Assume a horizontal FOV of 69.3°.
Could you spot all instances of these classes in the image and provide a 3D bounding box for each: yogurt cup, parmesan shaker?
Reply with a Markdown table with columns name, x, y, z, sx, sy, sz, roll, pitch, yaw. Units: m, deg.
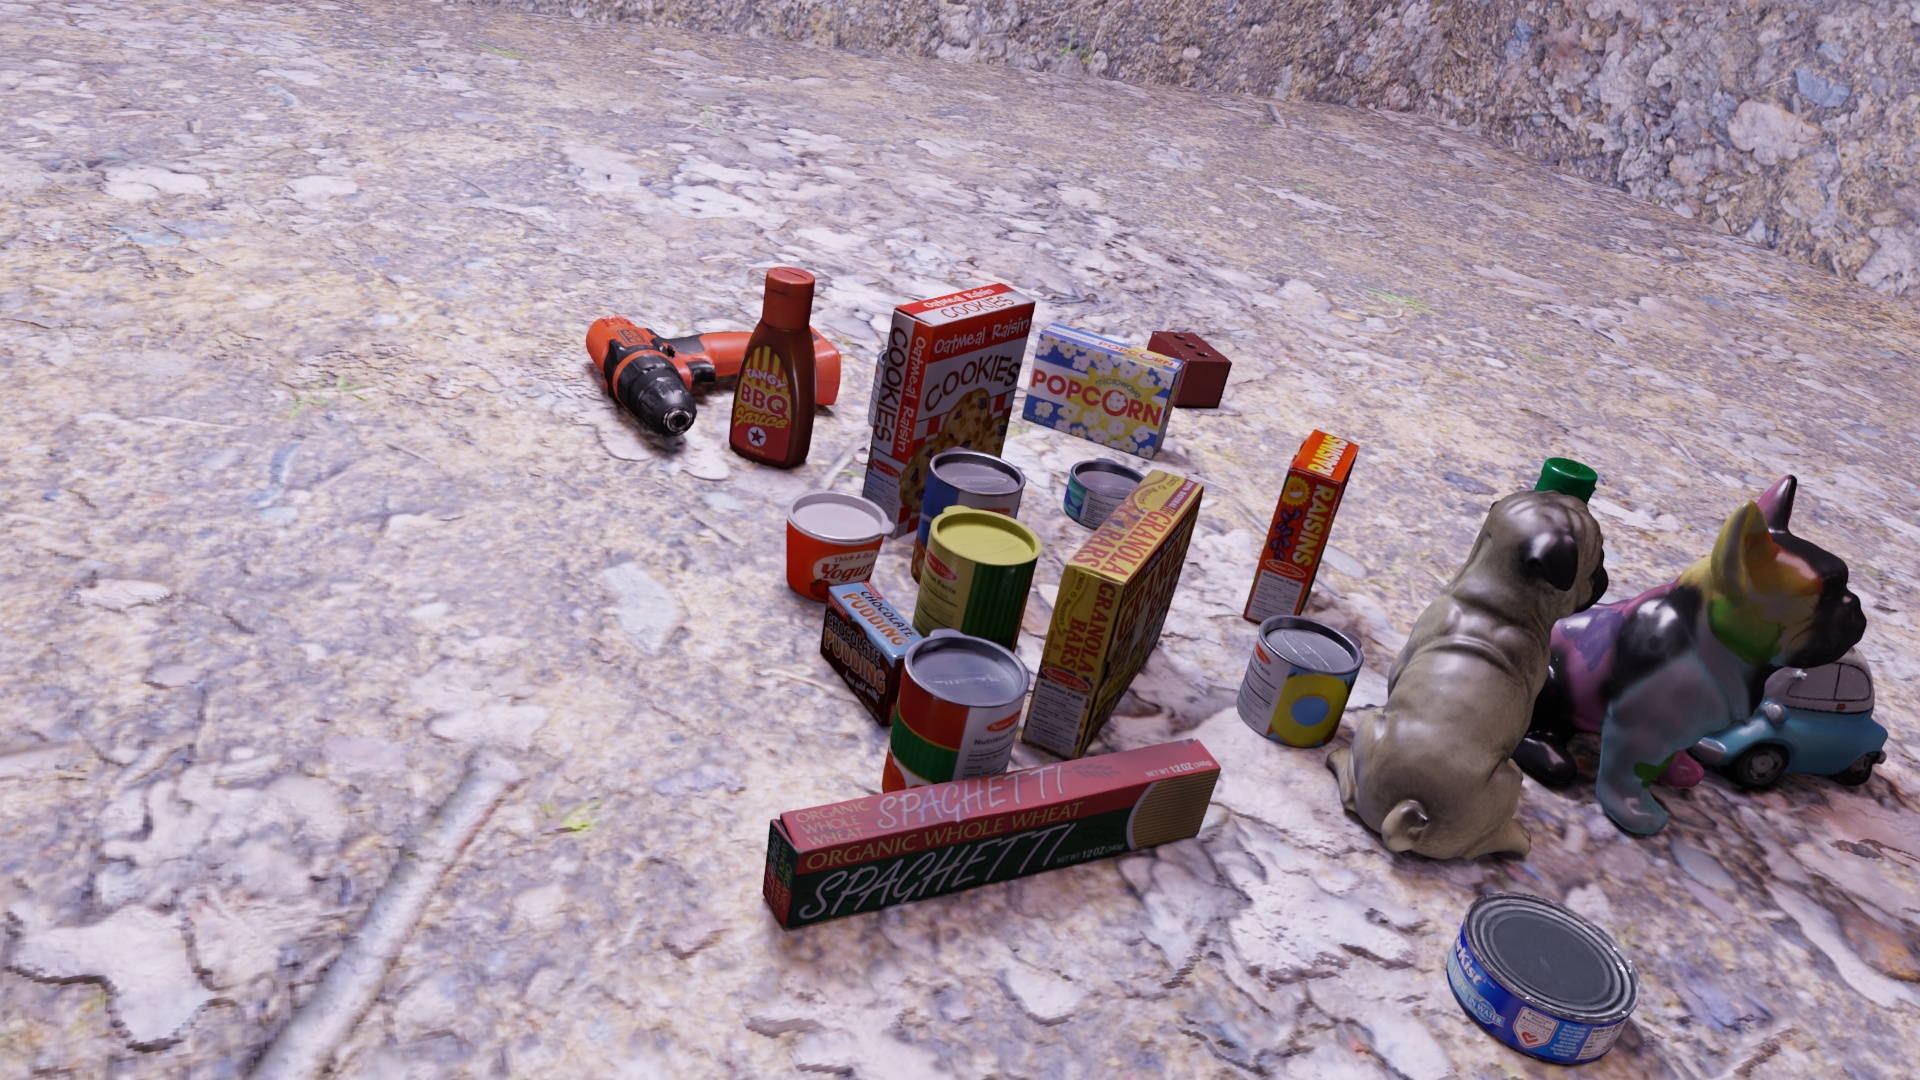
| name | x | y | z | sx | sy | sz | roll | pitch | yaw |
| --- | --- | --- | --- | --- | --- | --- | --- | --- | --- |
| yogurt cup | -0.085 | 0.005 | 0.918 | 0.072 | 0.053 | 0.073 | 9 | 27 | -5 |
| parmesan shaker | 0.005 | 0.040 | 0.835 | 0.071 | 0.102 | 0.071 | 9 | 27 | -5 |

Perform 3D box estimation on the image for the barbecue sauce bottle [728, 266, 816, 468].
| name | x | y | z | sx | sy | sz | roll | pitch | yaw |
| --- | --- | --- | --- | --- | --- | --- | --- | --- | --- |
| barbecue sauce bottle | -0.137 | -0.132 | 1.053 | 0.065 | 0.147 | 0.044 | 22 | 29 | 18 |

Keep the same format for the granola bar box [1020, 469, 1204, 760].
| name | x | y | z | sx | sy | sz | roll | pitch | yaw |
| --- | --- | --- | --- | --- | --- | --- | --- | --- | --- |
| granola bar box | 0.096 | 0.041 | 0.847 | 0.039 | 0.123 | 0.166 | 21 | 29 | 17 |

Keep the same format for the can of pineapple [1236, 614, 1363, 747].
| name | x | y | z | sx | sy | sz | roll | pitch | yaw |
| --- | --- | --- | --- | --- | --- | --- | --- | --- | --- |
| can of pineapple | 0.215 | 0.089 | 0.876 | 0.071 | 0.057 | 0.071 | 9 | 27 | -5 |

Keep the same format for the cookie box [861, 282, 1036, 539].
| name | x | y | z | sx | sy | sz | roll | pitch | yaw |
| --- | --- | --- | --- | --- | --- | --- | --- | --- | --- |
| cookie box | -0.011 | -0.097 | 1.018 | 0.040 | 0.166 | 0.123 | 28 | 31 | 28 |

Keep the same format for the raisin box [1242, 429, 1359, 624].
| name | x | y | z | sx | sy | sz | roll | pitch | yaw |
| --- | --- | --- | --- | --- | --- | --- | --- | --- | --- |
| raisin box | 0.245 | -0.007 | 0.998 | 0.040 | 0.122 | 0.086 | 21 | 29 | 17 |

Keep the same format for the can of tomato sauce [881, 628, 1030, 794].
| name | x | y | z | sx | sy | sz | roll | pitch | yaw |
| --- | --- | --- | --- | --- | --- | --- | --- | --- | --- |
| can of tomato sauce | -0.005 | 0.101 | 0.739 | 0.071 | 0.082 | 0.071 | 9 | 27 | -5 |

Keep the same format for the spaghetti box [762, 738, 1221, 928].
| name | x | y | z | sx | sy | sz | roll | pitch | yaw |
| --- | --- | --- | --- | --- | --- | --- | --- | --- | --- |
| spaghetti box | 0.022 | 0.145 | 0.703 | 0.251 | 0.050 | 0.029 | -5 | 32 | -29 |

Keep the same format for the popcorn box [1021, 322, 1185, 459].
| name | x | y | z | sx | sy | sz | roll | pitch | yaw |
| --- | --- | --- | --- | --- | --- | --- | --- | --- | --- |
| popcorn box | 0.124 | -0.133 | 1.227 | 0.127 | 0.084 | 0.038 | 19 | 28 | 13 |

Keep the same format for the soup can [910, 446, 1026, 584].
| name | x | y | z | sx | sy | sz | roll | pitch | yaw |
| --- | --- | --- | --- | --- | --- | --- | --- | --- | --- |
| soup can | 0.003 | -0.012 | 0.954 | 0.071 | 0.083 | 0.072 | 9 | 27 | -5 |

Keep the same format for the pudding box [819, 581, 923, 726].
| name | x | y | z | sx | sy | sz | roll | pitch | yaw |
| --- | --- | --- | --- | --- | --- | --- | --- | --- | --- |
| pudding box | -0.050 | 0.066 | 0.823 | 0.030 | 0.049 | 0.084 | -7 | 33 | -33 |

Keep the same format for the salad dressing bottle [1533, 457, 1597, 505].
| name | x | y | z | sx | sy | sz | roll | pitch | yaw |
| --- | --- | --- | --- | --- | --- | --- | --- | --- | --- |
| salad dressing bottle | 0.414 | 0.013 | 1.002 | 0.044 | 0.147 | 0.064 | 29 | 32 | 30 |

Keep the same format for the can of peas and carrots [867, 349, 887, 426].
| name | x | y | z | sx | sy | sz | roll | pitch | yaw |
| --- | --- | --- | --- | --- | --- | --- | --- | --- | --- |
| can of peas and carrots | -0.040 | -0.123 | 1.173 | 0.071 | 0.058 | 0.071 | 9 | 27 | -5 |

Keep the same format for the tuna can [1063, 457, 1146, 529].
| name | x | y | z | sx | sy | sz | roll | pitch | yaw |
| --- | --- | --- | --- | --- | --- | --- | --- | --- | --- |
| tuna can | 0.115 | -0.036 | 1.098 | 0.071 | 0.032 | 0.071 | 9 | 28 | -5 |
